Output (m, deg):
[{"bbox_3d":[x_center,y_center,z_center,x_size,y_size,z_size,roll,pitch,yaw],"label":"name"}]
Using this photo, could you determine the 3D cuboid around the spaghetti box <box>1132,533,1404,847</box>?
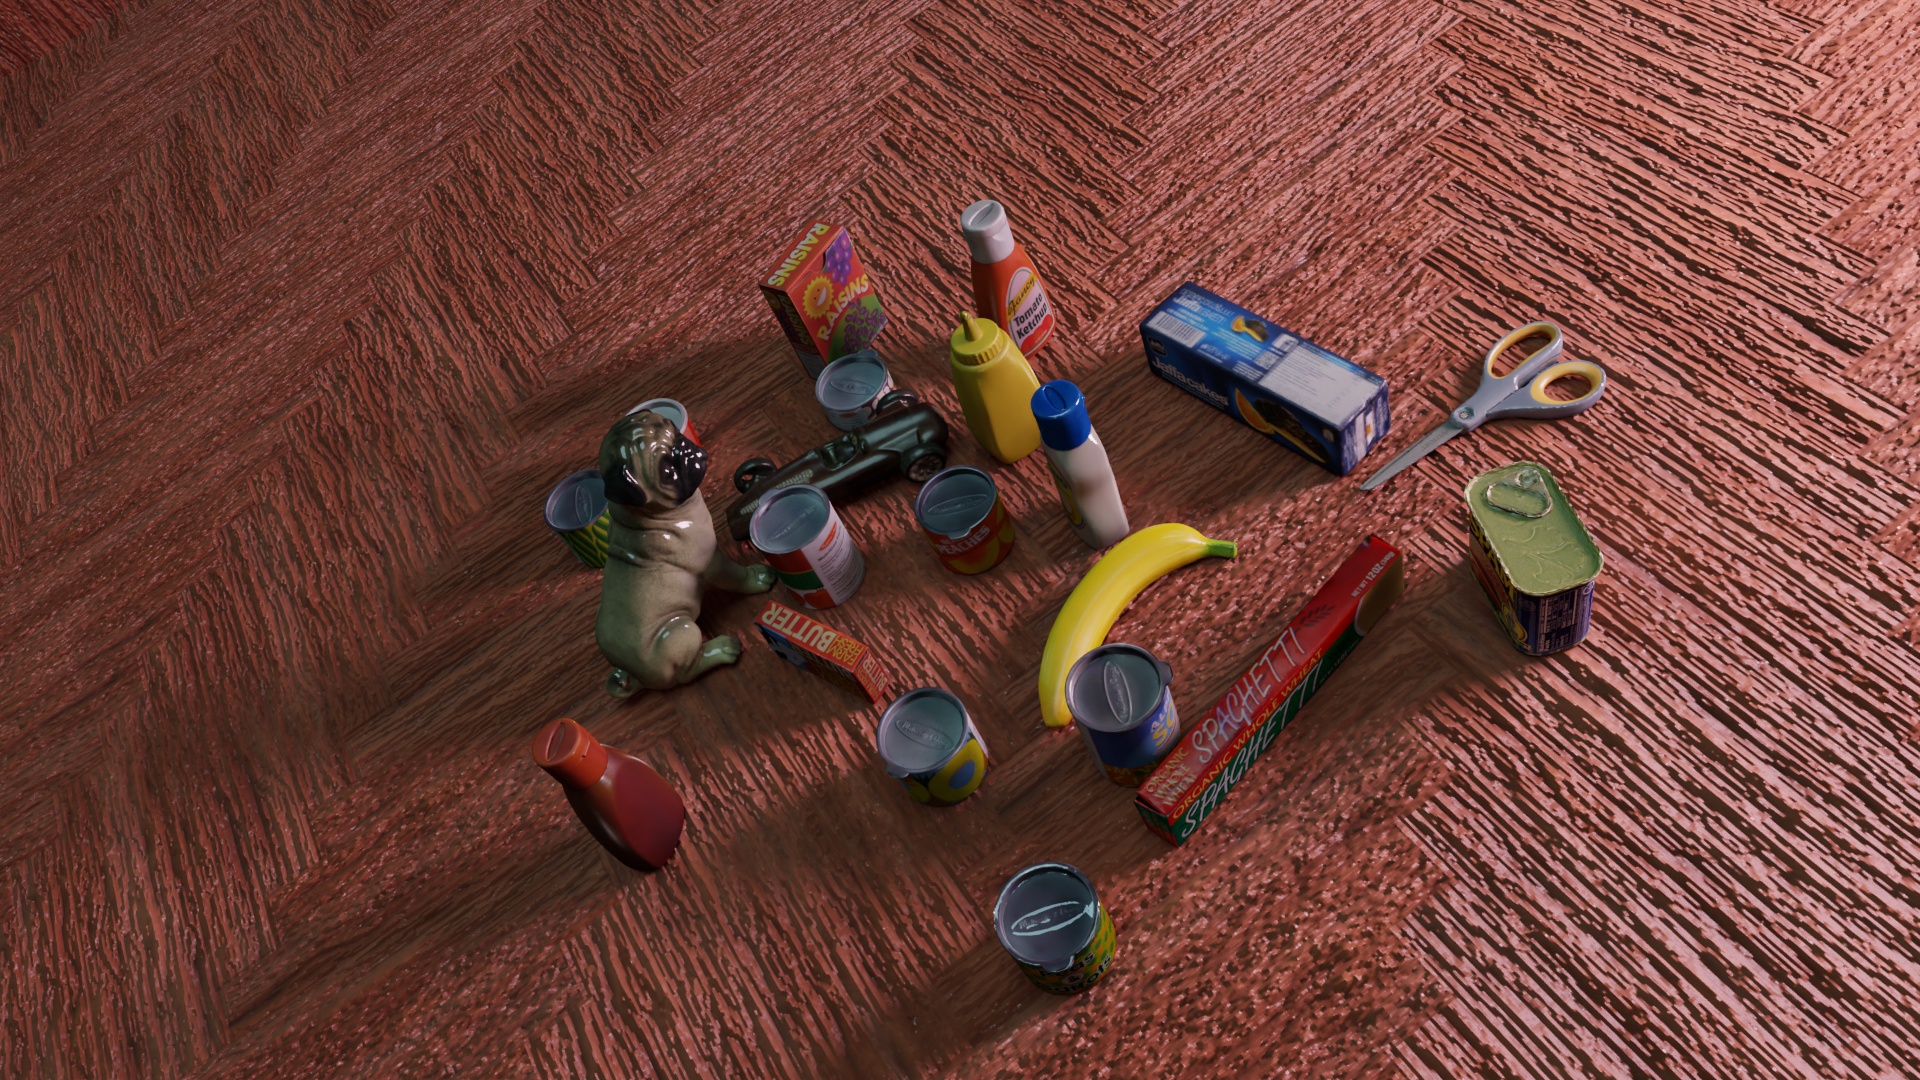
[{"bbox_3d":[0.209,0.099,0.925,0.251,0.050,0.029,-45,53,-15],"label":"spaghetti box"}]

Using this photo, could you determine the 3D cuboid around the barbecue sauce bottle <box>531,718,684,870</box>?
[{"bbox_3d":[-0.245,0.174,0.969,0.043,0.148,0.065,-2,54,19],"label":"barbecue sauce bottle"}]

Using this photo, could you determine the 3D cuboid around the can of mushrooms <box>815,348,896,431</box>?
[{"bbox_3d":[-0.089,-0.131,1.217,0.071,0.033,0.071,-10,52,13],"label":"can of mushrooms"}]

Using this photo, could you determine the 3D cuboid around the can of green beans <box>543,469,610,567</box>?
[{"bbox_3d":[-0.316,-0.018,1.198,0.071,0.057,0.071,-10,52,13],"label":"can of green beans"}]

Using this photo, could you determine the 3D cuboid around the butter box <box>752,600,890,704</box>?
[{"bbox_3d":[-0.104,0.084,1.048,0.103,0.053,0.024,22,65,32],"label":"butter box"}]

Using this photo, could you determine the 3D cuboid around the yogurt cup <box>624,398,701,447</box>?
[{"bbox_3d":[-0.263,-0.084,1.231,0.072,0.053,0.073,-10,52,13],"label":"yogurt cup"}]

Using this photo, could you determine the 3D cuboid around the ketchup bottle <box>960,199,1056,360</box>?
[{"bbox_3d":[0.036,-0.217,1.161,0.043,0.148,0.065,29,68,34],"label":"ketchup bottle"}]

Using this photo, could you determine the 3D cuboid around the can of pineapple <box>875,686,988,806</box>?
[{"bbox_3d":[-0.020,0.146,0.968,0.071,0.057,0.071,-10,52,13],"label":"can of pineapple"}]

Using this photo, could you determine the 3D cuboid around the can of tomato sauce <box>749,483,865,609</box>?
[{"bbox_3d":[-0.121,0.005,1.093,0.071,0.082,0.071,-10,52,13],"label":"can of tomato sauce"}]

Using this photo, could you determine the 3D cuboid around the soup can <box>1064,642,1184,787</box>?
[{"bbox_3d":[0.113,0.117,0.924,0.071,0.083,0.072,-10,52,13],"label":"soup can"}]

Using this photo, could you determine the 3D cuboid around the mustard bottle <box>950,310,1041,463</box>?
[{"bbox_3d":[0.025,-0.128,1.091,0.065,0.159,0.049,-38,51,-10],"label":"mustard bottle"}]

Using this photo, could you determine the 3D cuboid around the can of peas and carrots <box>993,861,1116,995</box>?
[{"bbox_3d":[0.061,0.244,0.864,0.071,0.058,0.071,-10,52,13],"label":"can of peas and carrots"}]

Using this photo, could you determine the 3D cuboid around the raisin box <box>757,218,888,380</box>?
[{"bbox_3d":[-0.119,-0.209,1.228,0.040,0.123,0.086,21,64,31],"label":"raisin box"}]

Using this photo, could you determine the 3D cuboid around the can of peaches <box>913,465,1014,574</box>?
[{"bbox_3d":[0.004,-0.014,1.079,0.071,0.057,0.071,-10,52,13],"label":"can of peaches"}]

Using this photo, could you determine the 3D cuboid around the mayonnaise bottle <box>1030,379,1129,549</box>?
[{"bbox_3d":[0.086,-0.057,1.023,0.041,0.147,0.065,-31,50,-4],"label":"mayonnaise bottle"}]
